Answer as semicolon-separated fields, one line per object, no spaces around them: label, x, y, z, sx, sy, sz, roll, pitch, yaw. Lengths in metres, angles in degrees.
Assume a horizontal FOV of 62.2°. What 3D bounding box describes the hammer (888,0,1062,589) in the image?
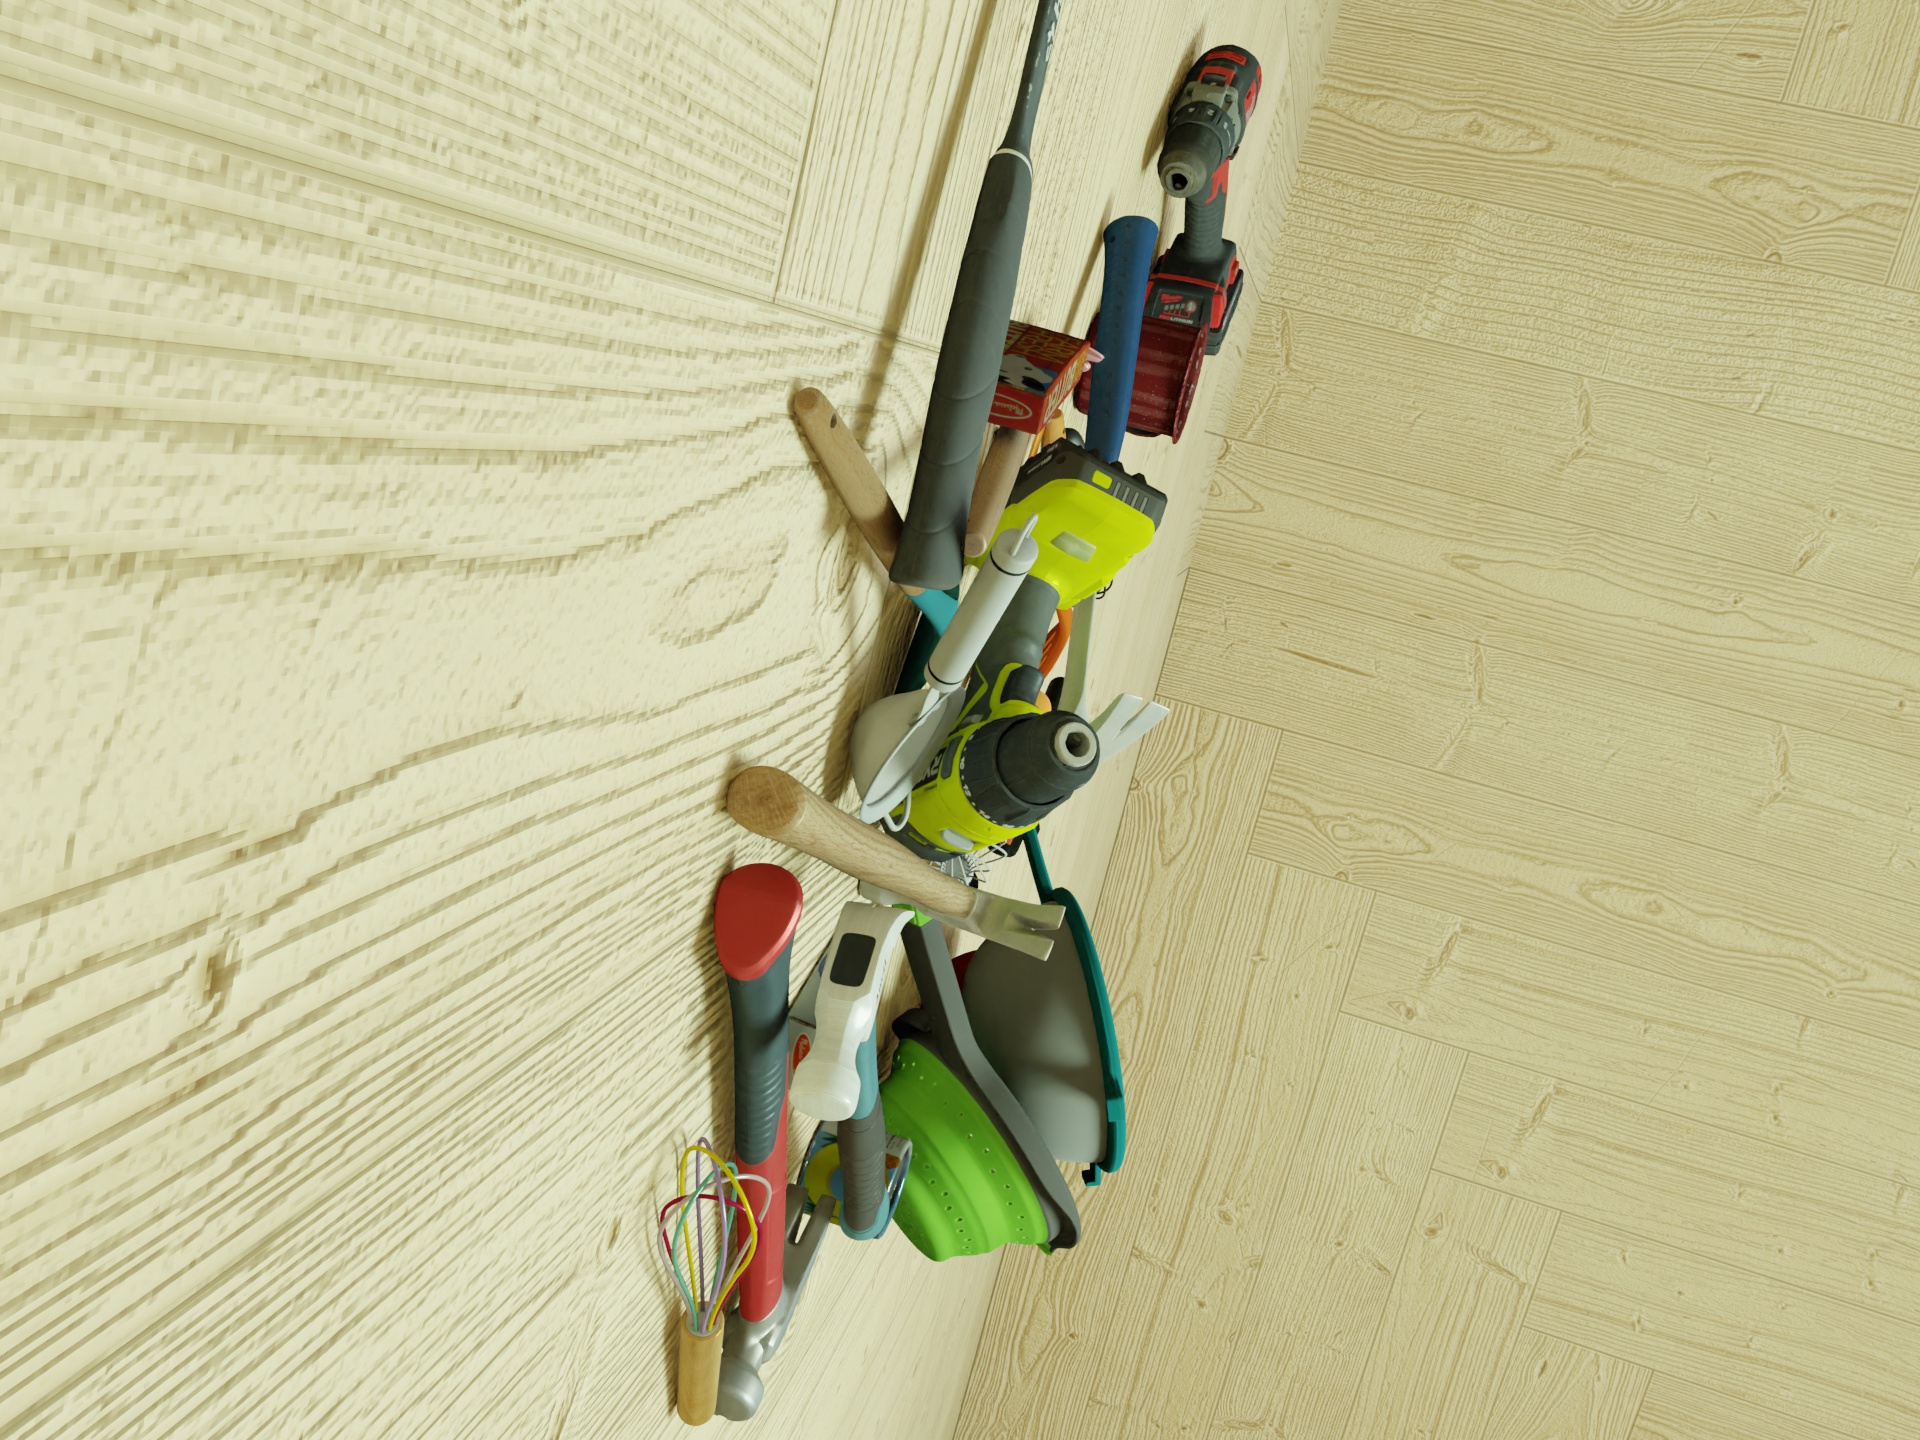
hammer;0.026;-0.254;0.687;0.149;0.036;0.409;27;75;-78

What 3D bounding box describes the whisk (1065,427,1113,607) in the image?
whisk;0.093;-0.156;1.247;0.238;0.055;0.055;74;33;-64

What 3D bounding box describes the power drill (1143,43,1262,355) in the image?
power drill;0.193;-0.415;1.310;0.226;0.080;0.188;90;18;-47

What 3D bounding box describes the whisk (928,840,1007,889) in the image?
whisk;-0.001;0.100;1.102;0.284;0.070;0.070;85;22;-76

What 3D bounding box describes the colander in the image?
colander;-0.028;0.255;1.085;0.094;0.205;0.396;-32;133;-20

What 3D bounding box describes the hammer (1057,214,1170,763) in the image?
hammer;0.095;-0.156;1.043;0.144;0.035;0.406;-22;-125;55

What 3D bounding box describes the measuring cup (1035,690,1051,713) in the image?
measuring cup;0.039;-0.014;1.115;0.173;0.052;0.095;104;6;-47

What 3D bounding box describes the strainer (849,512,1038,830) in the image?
strainer;-0.011;-0.021;0.759;0.087;0.050;0.258;-46;173;-35

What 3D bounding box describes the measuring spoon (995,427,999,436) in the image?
measuring spoon;0.027;-0.142;1.010;0.128;0.021;0.042;71;29;-57

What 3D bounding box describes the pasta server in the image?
pasta server;0.034;-0.148;0.848;0.060;0.040;0.316;-47;-168;27

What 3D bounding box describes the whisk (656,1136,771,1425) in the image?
whisk;-0.123;0.284;0.770;0.051;0.047;0.244;-65;170;-48

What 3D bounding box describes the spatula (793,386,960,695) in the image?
spatula;-0.037;-0.075;0.737;0.317;0.044;0.082;58;49;-70

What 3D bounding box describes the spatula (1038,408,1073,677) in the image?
spatula;0.066;-0.121;1.228;0.322;0.041;0.081;84;24;-55

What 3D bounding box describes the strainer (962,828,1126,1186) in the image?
strainer;0.039;0.181;1.210;0.210;0.095;0.341;92;-14;-60

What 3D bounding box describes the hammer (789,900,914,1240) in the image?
hammer;-0.054;0.206;0.849;0.330;0.033;0.128;93;8;-54

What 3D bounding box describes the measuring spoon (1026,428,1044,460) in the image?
measuring spoon;0.043;-0.174;1.057;0.021;0.011;0.117;-41;149;-73

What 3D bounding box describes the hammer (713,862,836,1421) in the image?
hammer;-0.095;0.201;0.804;0.143;0.038;0.386;-65;167;-47

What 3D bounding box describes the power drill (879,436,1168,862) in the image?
power drill;0.041;-0.038;0.892;0.190;0.080;0.229;-29;-141;61

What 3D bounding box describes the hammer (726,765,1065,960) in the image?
hammer;-0.033;0.073;0.787;0.331;0.130;0.031;44;65;-69
